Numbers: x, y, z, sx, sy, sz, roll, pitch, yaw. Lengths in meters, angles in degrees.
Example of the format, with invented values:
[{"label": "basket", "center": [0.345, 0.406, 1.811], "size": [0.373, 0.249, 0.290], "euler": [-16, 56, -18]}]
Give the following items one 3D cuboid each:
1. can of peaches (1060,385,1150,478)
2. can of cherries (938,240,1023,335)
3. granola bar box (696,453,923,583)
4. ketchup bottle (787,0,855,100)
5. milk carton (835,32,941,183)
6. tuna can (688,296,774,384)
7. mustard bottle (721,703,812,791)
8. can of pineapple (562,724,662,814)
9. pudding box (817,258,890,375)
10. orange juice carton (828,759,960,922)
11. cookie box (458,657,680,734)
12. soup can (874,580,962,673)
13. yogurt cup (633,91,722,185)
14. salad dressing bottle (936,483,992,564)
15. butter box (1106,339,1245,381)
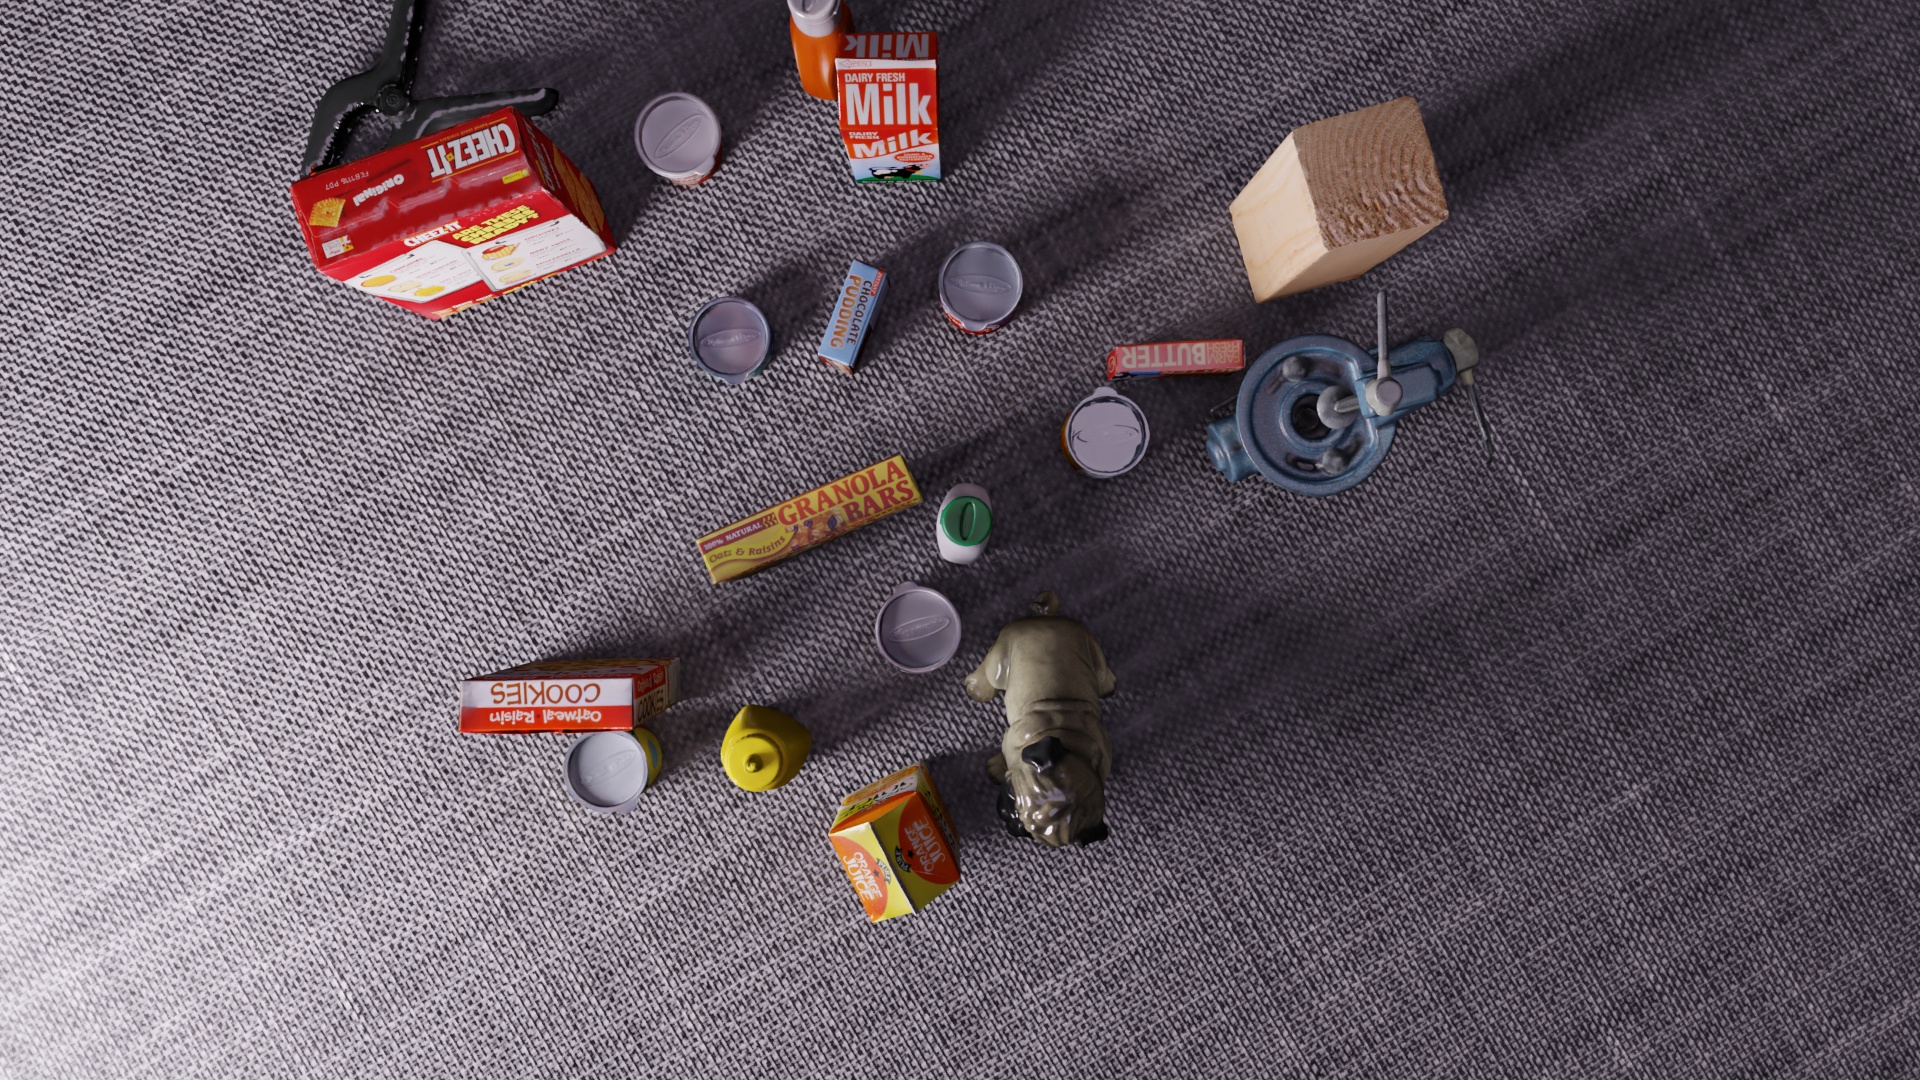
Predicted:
[{"label": "can of peaches", "center": [0.114, -0.085, 1.109], "size": [0.071, 0.058, 0.071], "euler": [0, 90, -1]}, {"label": "can of cherries", "center": [0.015, -0.198, 1.109], "size": [0.071, 0.058, 0.071], "euler": [0, 90, -1]}, {"label": "granola bar box", "center": [-0.112, -0.017, 1.072], "size": [0.166, 0.124, 0.039], "euler": [-23, 90, -1]}, {"label": "ketchup bottle", "center": [-0.106, -0.390, 1.065], "size": [0.043, 0.149, 0.064], "euler": [17, 90, 0]}, {"label": "milk carton", "center": [-0.051, -0.328, 1.044], "size": [0.072, 0.190, 0.073], "euler": [-1, 90, 0]}, {"label": "tuna can", "center": [-0.183, -0.159, 1.119], "size": [0.071, 0.033, 0.071], "euler": [0, 89, -1]}, {"label": "mustard bottle", "center": [-0.151, 0.160, 1.052], "size": [0.065, 0.160, 0.049], "euler": [26, 90, 0]}, {"label": "can of pineapple", "center": [-0.274, 0.179, 1.101], "size": [0.071, 0.058, 0.071], "euler": [0, 90, -1]}, {"label": "pudding box", "center": [-0.085, -0.178, 1.112], "size": [0.030, 0.049, 0.083], "euler": [21, 89, 0]}, {"label": "orange juice carton", "center": [-0.047, 0.224, 1.036], "size": [0.073, 0.192, 0.072], "euler": [-26, 90, 0]}, {"label": "cookie box", "center": [-0.288, 0.116, 1.047], "size": [0.123, 0.167, 0.040], "euler": [-1, 90, -1]}, {"label": "soup can", "center": [-0.033, 0.065, 1.092], "size": [0.071, 0.084, 0.071], "euler": [0, 90, -1]}, {"label": "yogurt cup", "center": [-0.222, -0.317, 1.110], "size": [0.072, 0.054, 0.072], "euler": [0, 89, -1]}, {"label": "salad dressing bottle", "center": [0.004, -0.013, 1.062], "size": [0.044, 0.147, 0.064], "euler": [9, 90, 0]}, {"label": "butter box", "center": [0.172, -0.144, 1.113], "size": [0.103, 0.053, 0.024], "euler": [-3, 90, -1]}]
